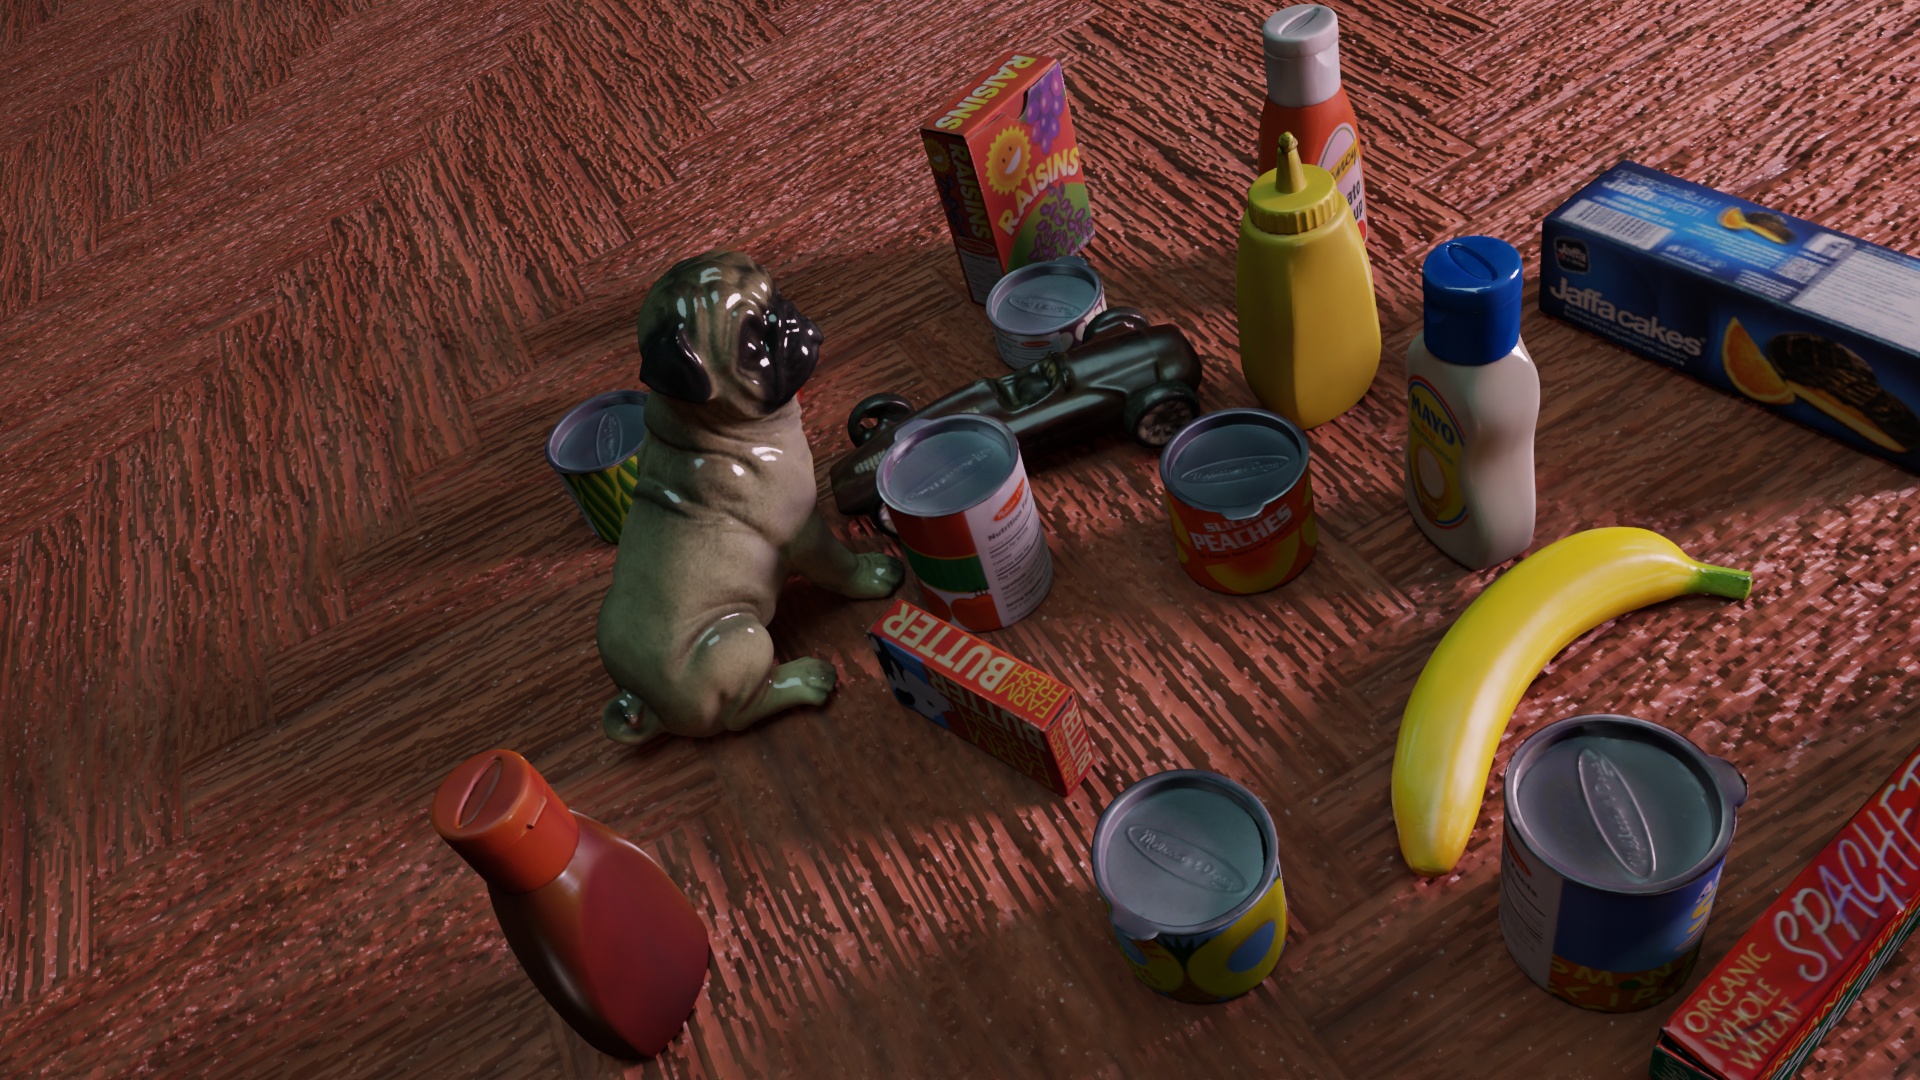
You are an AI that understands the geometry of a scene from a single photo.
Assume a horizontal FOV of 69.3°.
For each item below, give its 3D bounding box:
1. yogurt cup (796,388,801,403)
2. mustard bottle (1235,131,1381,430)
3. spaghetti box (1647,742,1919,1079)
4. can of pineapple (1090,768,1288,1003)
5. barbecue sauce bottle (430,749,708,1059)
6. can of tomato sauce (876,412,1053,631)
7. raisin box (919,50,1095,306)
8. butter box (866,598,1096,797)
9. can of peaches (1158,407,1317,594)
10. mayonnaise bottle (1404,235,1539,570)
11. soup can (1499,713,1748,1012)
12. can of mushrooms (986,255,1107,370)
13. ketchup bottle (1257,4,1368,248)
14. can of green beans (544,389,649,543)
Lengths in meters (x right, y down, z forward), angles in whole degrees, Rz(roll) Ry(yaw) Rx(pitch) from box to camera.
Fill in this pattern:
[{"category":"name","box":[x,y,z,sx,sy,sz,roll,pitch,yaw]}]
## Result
[{"category":"yogurt cup","box":[-0.126,-0.097,0.804,0.072,0.053,0.073,-10,45,10]},{"category":"mustard bottle","box":[0.161,-0.126,0.656,0.065,0.159,0.049,-31,45,-11]},{"category":"spaghetti box","box":[0.315,0.100,0.461,0.251,0.050,0.029,-37,47,-17]},{"category":"can of pineapple","box":[0.083,0.128,0.509,0.071,0.057,0.071,-10,45,10]},{"category":"barbecue sauce bottle","box":[-0.143,0.134,0.517,0.043,0.147,0.065,2,48,21]},{"category":"can of tomato sauce","box":[0.002,-0.008,0.652,0.071,0.082,0.071,-10,45,10]},{"category":"raisin box","box":[0.030,-0.206,0.806,0.040,0.122,0.086,24,59,36]},{"category":"butter box","box":[0.009,0.067,0.598,0.103,0.053,0.024,25,60,36]},{"category":"can of peaches","box":[0.128,-0.016,0.633,0.071,0.057,0.071,-10,45,10]},{"category":"mayonnaise bottle","box":[0.212,-0.057,0.579,0.041,0.147,0.065,-24,44,-4]},{"category":"soup can","box":[0.218,0.108,0.463,0.071,0.083,0.072,-10,45,10]},{"category":"can of mushrooms","box":[0.052,-0.127,0.786,0.071,0.033,0.071,-10,45,10]},{"category":"ketchup bottle","box":[0.184,-0.206,0.734,0.065,0.148,0.043,-41,48,-20]},{"category":"can of green beans","box":[-0.186,-0.040,0.766,0.071,0.057,0.071,-10,45,10]}]
